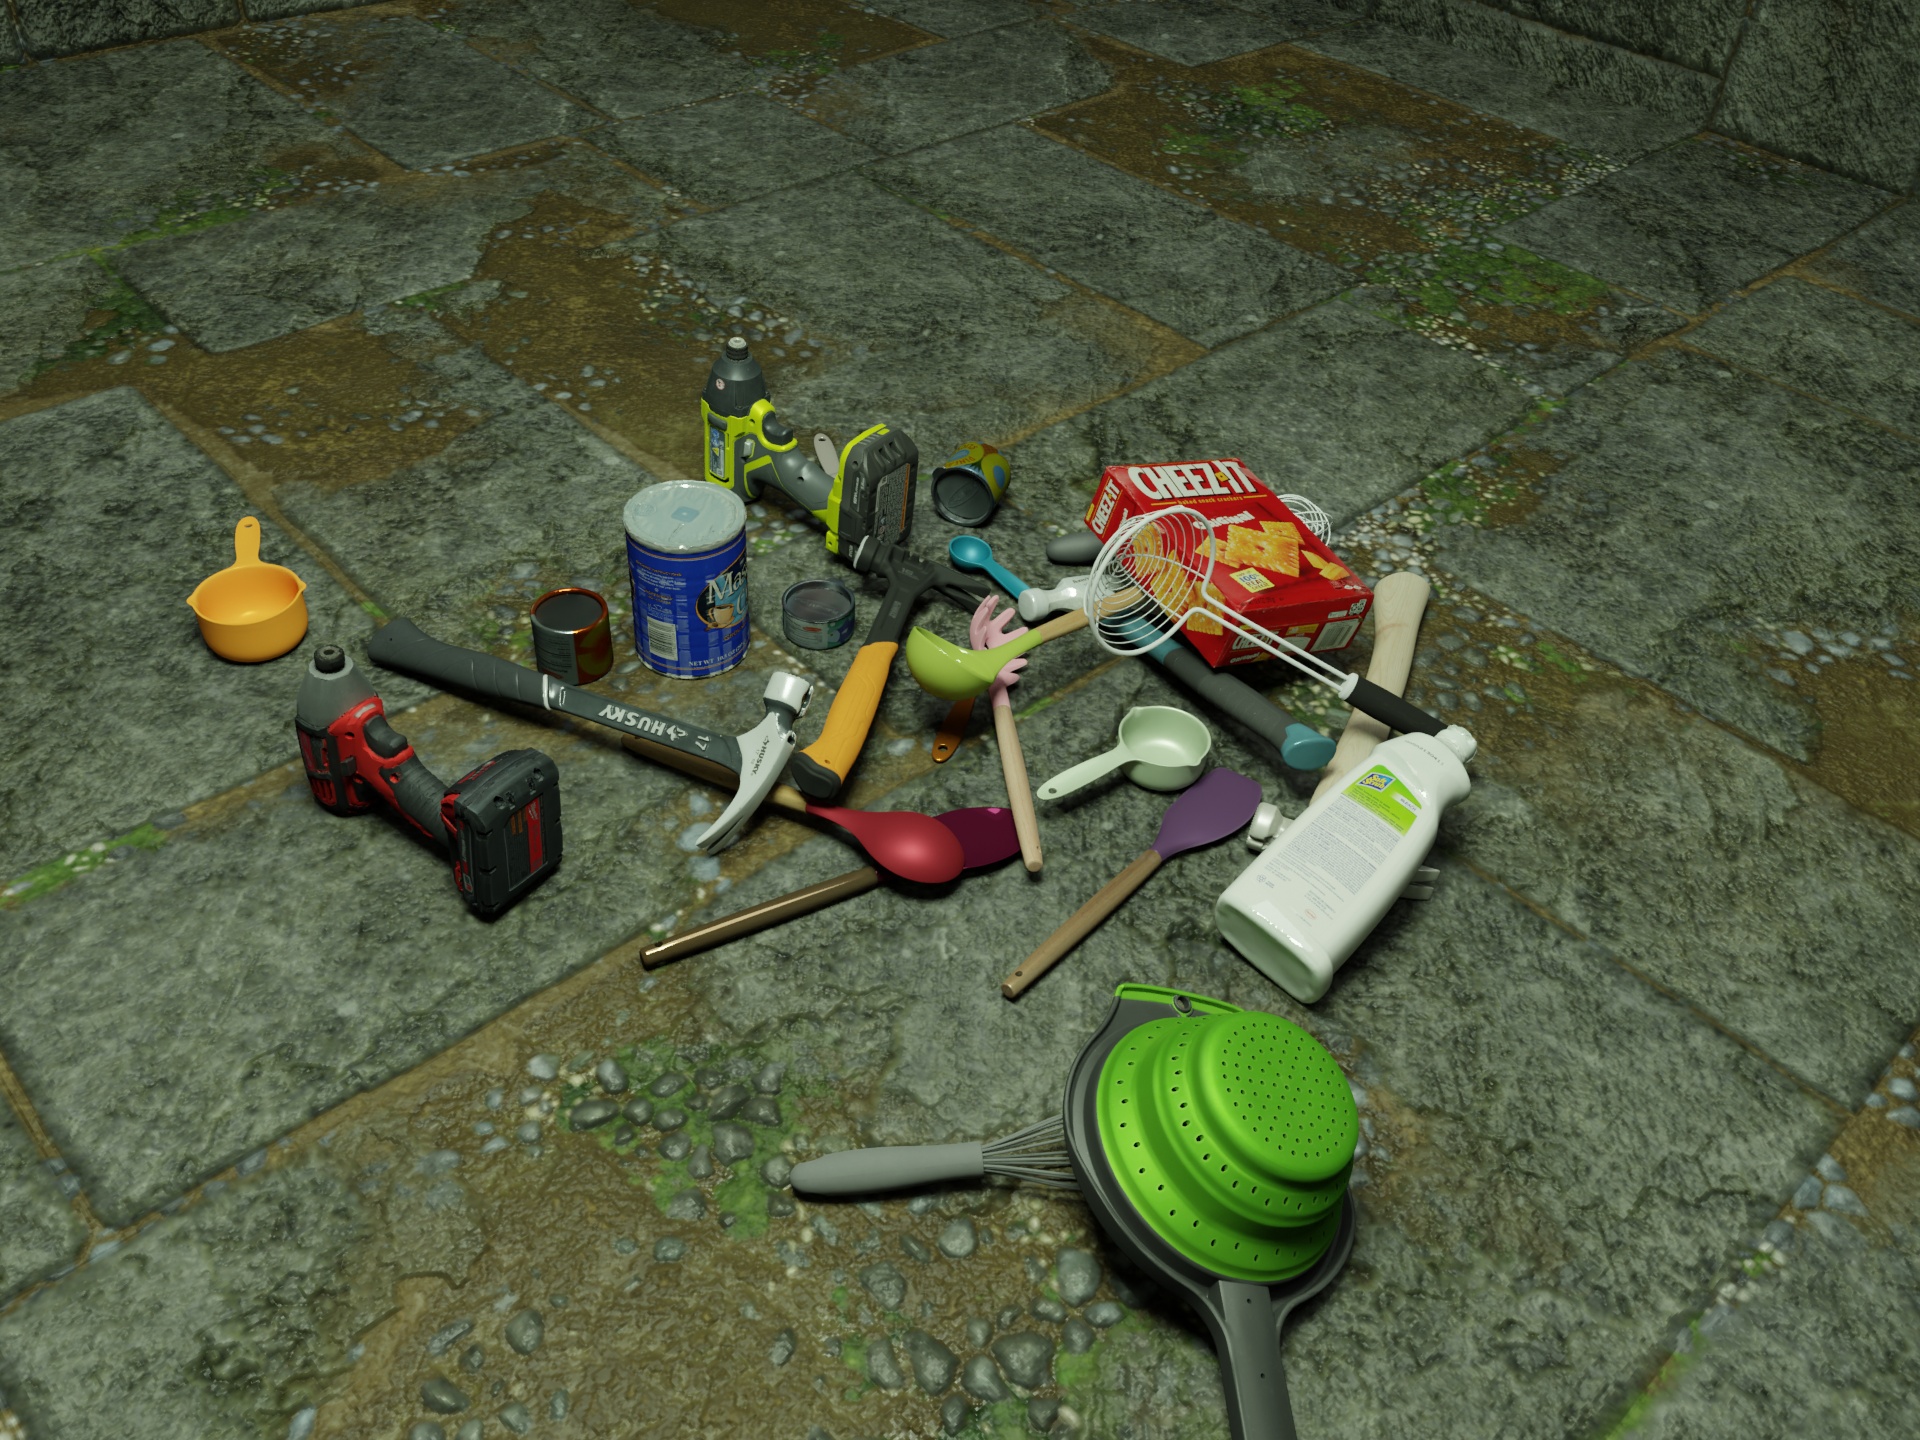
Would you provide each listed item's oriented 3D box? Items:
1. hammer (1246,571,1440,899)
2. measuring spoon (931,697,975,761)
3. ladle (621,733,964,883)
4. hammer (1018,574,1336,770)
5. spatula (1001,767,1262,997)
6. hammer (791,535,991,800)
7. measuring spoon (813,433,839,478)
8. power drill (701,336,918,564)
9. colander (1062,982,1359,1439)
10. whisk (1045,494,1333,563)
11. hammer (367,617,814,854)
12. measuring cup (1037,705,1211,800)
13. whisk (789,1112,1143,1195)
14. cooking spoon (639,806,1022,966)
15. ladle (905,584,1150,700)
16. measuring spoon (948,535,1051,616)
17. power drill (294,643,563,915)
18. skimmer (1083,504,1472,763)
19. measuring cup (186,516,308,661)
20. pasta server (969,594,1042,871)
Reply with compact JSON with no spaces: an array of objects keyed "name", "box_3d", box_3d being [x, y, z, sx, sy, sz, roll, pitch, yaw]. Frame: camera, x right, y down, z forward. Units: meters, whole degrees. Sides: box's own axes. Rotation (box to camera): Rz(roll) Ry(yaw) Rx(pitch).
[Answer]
[{"name":"hammer","box_3d":[0.367,-0.006,1.372,0.146,0.038,0.411,18,42,13]},{"name":"measuring spoon","box_3d":[-0.002,-0.004,1.355,0.021,0.011,0.117,13,41,10]},{"name":"ladle","box_3d":[-0.138,0.059,1.246,0.315,0.031,0.069,18,35,23]},{"name":"hammer","box_3d":[0.194,-0.048,1.375,0.128,0.033,0.331,-16,37,-29]},{"name":"spatula","box_3d":[0.136,0.119,1.219,0.060,0.018,0.316,26,44,32]},{"name":"hammer","box_3d":[-0.067,-0.043,1.337,0.127,0.034,0.337,23,38,-2]},{"name":"measuring spoon","box_3d":[-0.135,-0.270,1.648,0.034,0.018,0.124,-7,41,-13]},{"name":"power drill","box_3d":[-0.153,-0.254,1.515,0.223,0.171,0.080,30,46,22]},{"name":"colander","box_3d":[0.177,0.306,0.914,0.204,0.094,0.398,15,45,-20]},{"name":"whisk","box_3d":[0.224,-0.178,1.548,0.284,0.070,0.070,-6,41,-5]},{"name":"hammer","box_3d":[-0.320,-0.012,1.290,0.409,0.036,0.149,16,77,23]},{"name":"measuring cup","box_3d":[0.129,0.042,1.296,0.167,0.038,0.083,-23,48,-26]},{"name":"whisk","box_3d":[0.012,0.279,1.004,0.239,0.055,0.055,-5,41,-4]},{"name":"cooking spoon","box_3d":[-0.088,0.124,1.194,0.319,0.017,0.069,-18,41,-24]},{"name":"ladle","box_3d":[0.086,-0.089,1.355,0.320,0.062,0.078,-24,48,-34]},{"name":"measuring spoon","box_3d":[0.037,-0.131,1.508,0.042,0.021,0.129,-28,59,-37]},{"name":"power drill","box_3d":[-0.402,0.037,1.175,0.220,0.143,0.078,27,43,21]},{"name":"skimmer","box_3d":[0.262,-0.047,1.253,0.363,0.127,0.090,28,13,-9]},{"name":"measuring cup","box_3d":[-0.623,-0.116,1.401,0.095,0.052,0.174,-10,41,-16]},{"name":"pasta server","box_3d":[0.044,0.005,1.319,0.060,0.040,0.317,38,26,-32]}]
